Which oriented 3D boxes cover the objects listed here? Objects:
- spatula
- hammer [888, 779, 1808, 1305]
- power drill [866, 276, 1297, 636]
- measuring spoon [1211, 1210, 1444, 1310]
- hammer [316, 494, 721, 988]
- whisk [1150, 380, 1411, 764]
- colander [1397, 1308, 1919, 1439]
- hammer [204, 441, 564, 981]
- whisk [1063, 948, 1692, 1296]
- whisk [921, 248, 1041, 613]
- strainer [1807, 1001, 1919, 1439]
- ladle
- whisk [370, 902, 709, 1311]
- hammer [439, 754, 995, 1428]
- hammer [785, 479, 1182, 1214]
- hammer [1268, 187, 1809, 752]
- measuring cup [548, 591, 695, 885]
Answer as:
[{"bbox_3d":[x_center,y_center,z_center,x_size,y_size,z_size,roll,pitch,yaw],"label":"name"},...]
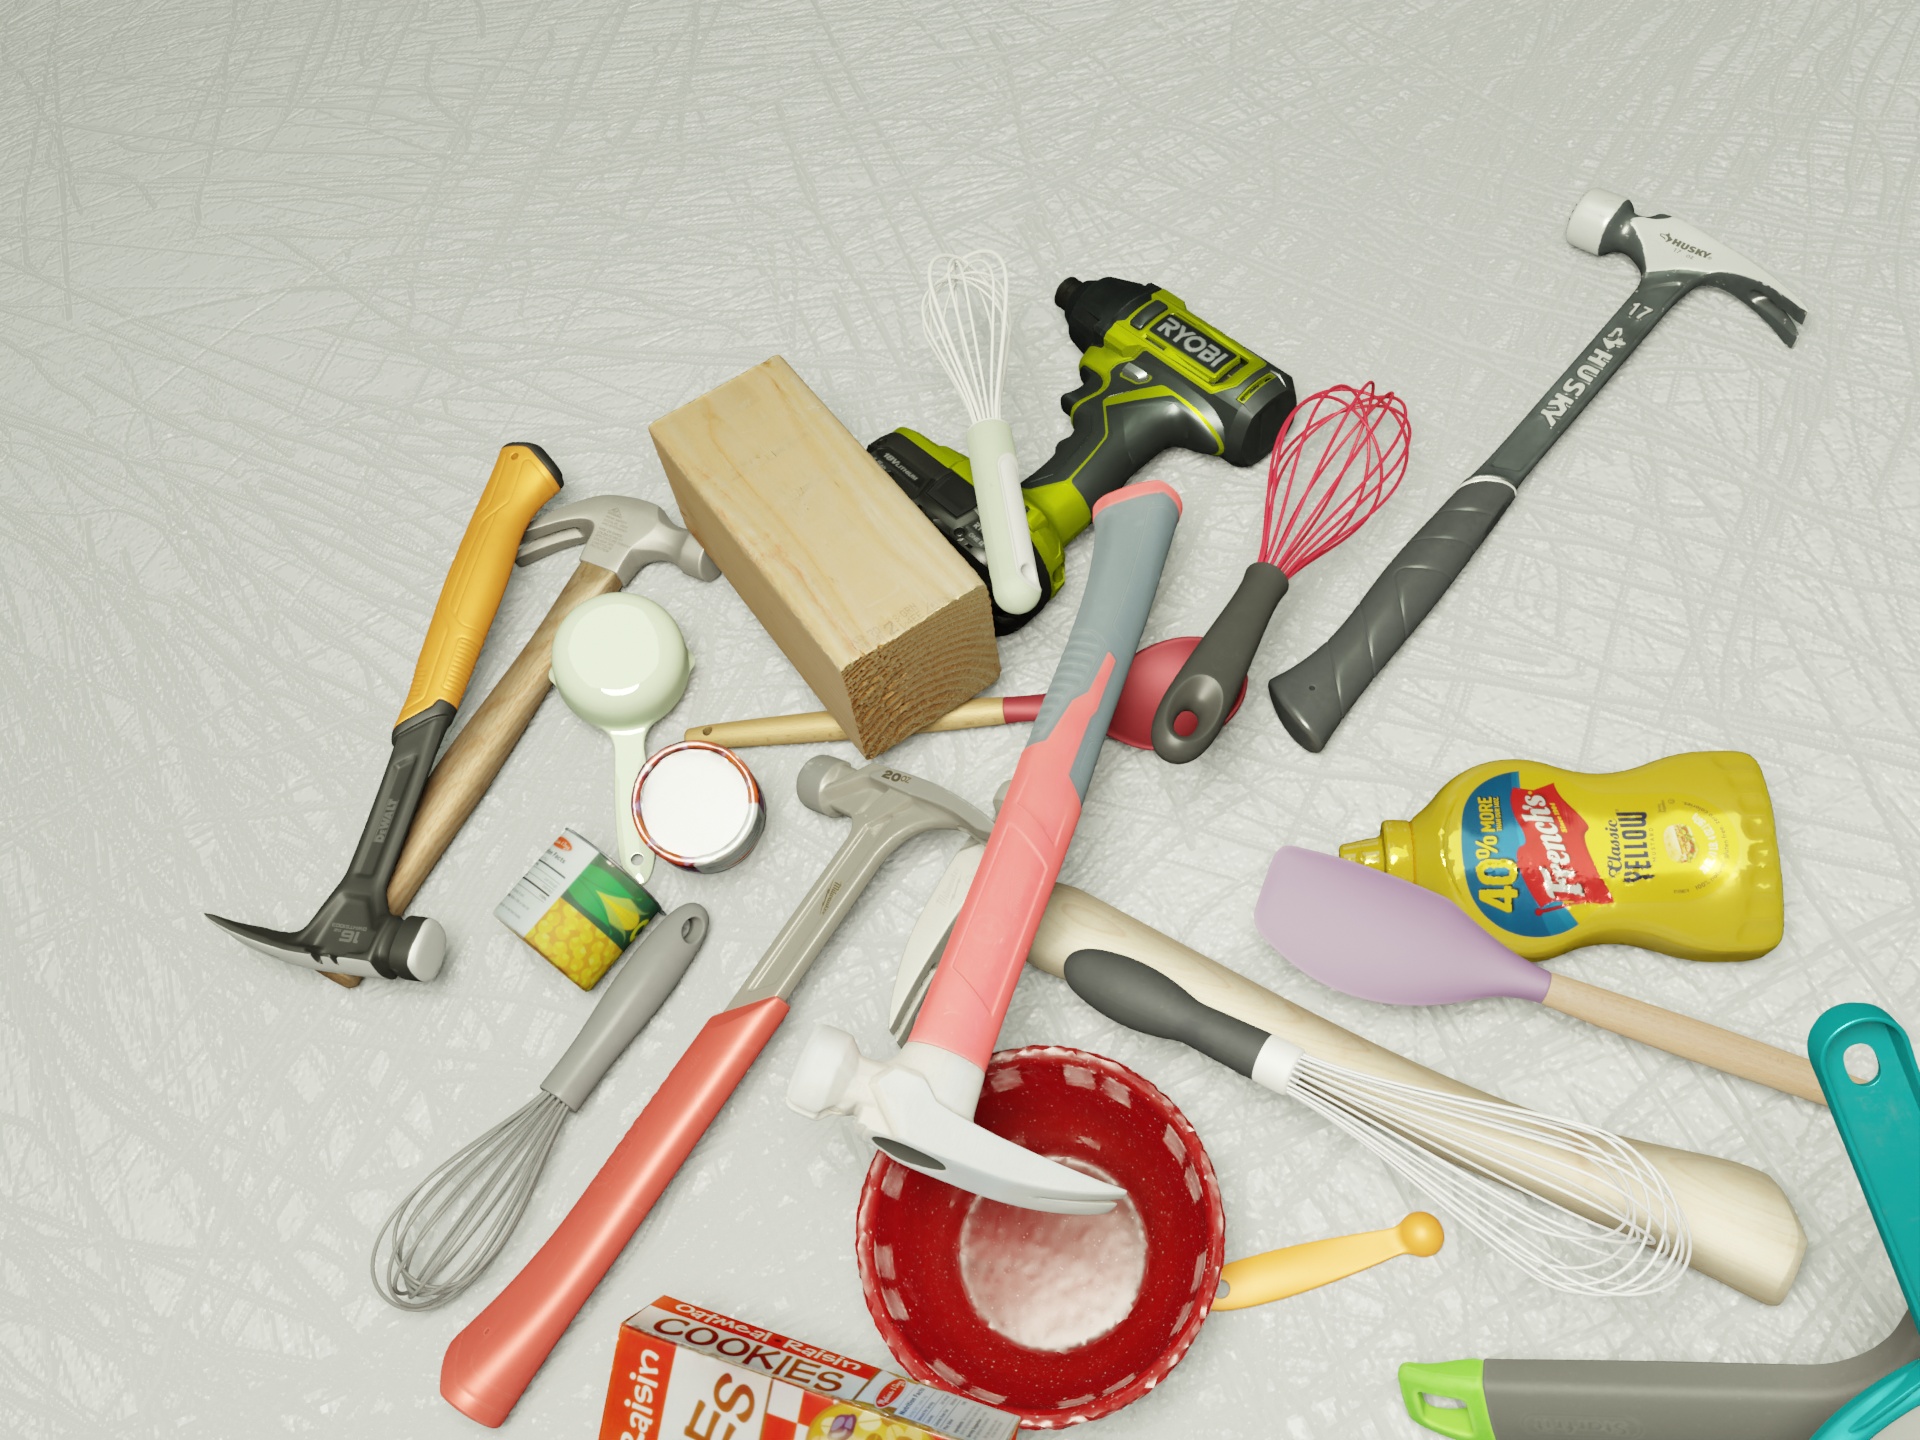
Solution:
[{"bbox_3d":[0.286,0.130,0.709,0.316,0.018,0.060,18,76,10],"label":"spatula"},{"bbox_3d":[0.164,0.164,0.733,0.411,0.038,0.146,22,68,22],"label":"hammer"},{"bbox_3d":[0.059,-0.167,0.928,0.223,0.080,0.171,-40,61,-16],"label":"power drill"},{"bbox_3d":[0.157,0.239,0.703,0.117,0.011,0.021,-16,58,2],"label":"measuring spoon"},{"bbox_3d":[-0.271,0.003,0.921,0.130,0.031,0.331,20,66,21],"label":"hammer"},{"bbox_3d":[0.165,-0.084,0.818,0.073,0.073,0.296,19,53,21],"label":"whisk"},{"bbox_3d":[0.374,0.238,0.610,0.397,0.204,0.094,-9,23,25],"label":"colander"},{"bbox_3d":[-0.303,-0.019,0.902,0.127,0.034,0.337,6,62,13],"label":"hammer"},{"bbox_3d":[0.166,0.163,0.683,0.285,0.070,0.070,22,67,27],"label":"whisk"},{"bbox_3d":[0.015,-0.161,0.858,0.059,0.057,0.247,-29,54,31],"label":"whisk"},{"bbox_3d":[0.346,0.251,0.489,0.211,0.095,0.340,-24,99,11],"label":"strainer"},{"bbox_3d":[-0.001,-0.003,0.871,0.315,0.031,0.069,-5,57,11],"label":"ladle"},{"bbox_3d":[-0.202,0.185,0.792,0.055,0.055,0.239,25,64,24],"label":"whisk"},{"bbox_3d":[-0.117,0.175,0.767,0.149,0.036,0.359,18,66,44],"label":"hammer"},{"bbox_3d":[0.057,0.035,0.749,0.143,0.038,0.387,22,56,2],"label":"hammer"},{"bbox_3d":[0.307,-0.136,0.880,0.149,0.036,0.409,35,73,26],"label":"hammer"},{"bbox_3d":[-0.185,0.007,0.879,0.083,0.038,0.168,-6,71,-8],"label":"measuring cup"}]
